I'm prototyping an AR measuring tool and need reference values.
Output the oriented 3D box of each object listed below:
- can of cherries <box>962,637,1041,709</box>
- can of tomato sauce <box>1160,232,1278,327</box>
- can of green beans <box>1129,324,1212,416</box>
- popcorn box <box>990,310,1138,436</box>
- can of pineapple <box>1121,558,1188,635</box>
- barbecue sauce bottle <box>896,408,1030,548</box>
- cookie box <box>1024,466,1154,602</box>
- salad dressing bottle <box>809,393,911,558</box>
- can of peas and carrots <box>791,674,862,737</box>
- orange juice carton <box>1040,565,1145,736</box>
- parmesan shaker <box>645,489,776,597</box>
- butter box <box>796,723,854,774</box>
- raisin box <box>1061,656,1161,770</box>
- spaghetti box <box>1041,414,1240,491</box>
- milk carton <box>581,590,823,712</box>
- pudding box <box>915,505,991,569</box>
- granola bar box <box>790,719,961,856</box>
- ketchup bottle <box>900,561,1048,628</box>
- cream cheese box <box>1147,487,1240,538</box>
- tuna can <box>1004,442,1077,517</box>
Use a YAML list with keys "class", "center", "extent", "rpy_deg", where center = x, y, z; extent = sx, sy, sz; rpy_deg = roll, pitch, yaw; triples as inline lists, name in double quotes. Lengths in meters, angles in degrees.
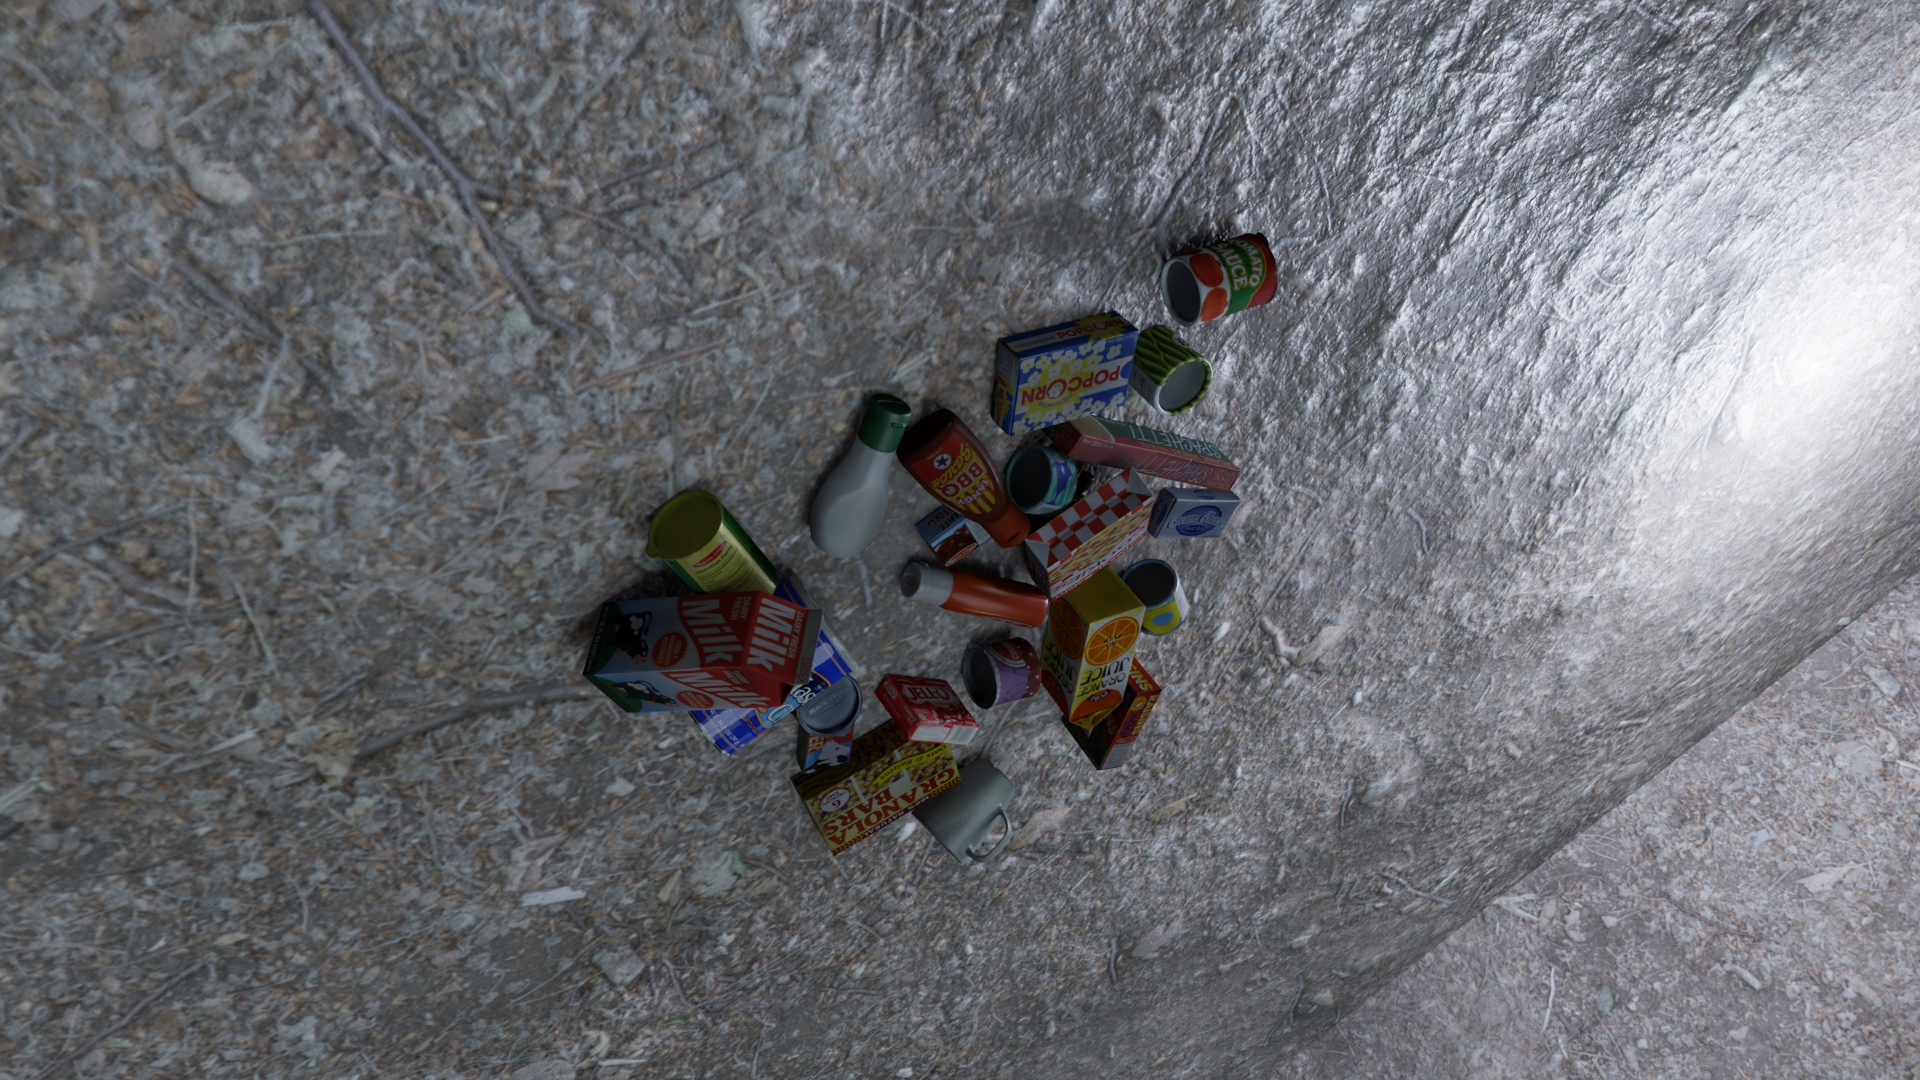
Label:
- class: "can of cherries"
  center: [0.044, 0.136, 1.458]
  extent: [0.058, 0.072, 0.071]
  rpy_deg: [-10, 133, -31]
- class: "can of tomato sauce"
  center: [0.232, -0.234, 1.243]
  extent: [0.083, 0.071, 0.070]
  rpy_deg: [-20, 138, -21]
- class: "can of green beans"
  center: [0.192, -0.158, 1.293]
  extent: [0.071, 0.058, 0.071]
  rpy_deg: [-21, 138, -20]
- class: "popcorn box"
  center: [0.092, -0.149, 1.240]
  extent: [0.127, 0.038, 0.084]
  rpy_deg: [-17, 135, -24]
- class: "can of pineapple"
  center: [0.209, 0.062, 1.515]
  extent: [0.071, 0.071, 0.057]
  rpy_deg: [-35, 141, -5]
- class: "barbecue sauce bottle"
  center: [0.009, -0.050, 1.239]
  extent: [0.065, 0.044, 0.148]
  rpy_deg: [-37, 127, 9]
- class: "cookie box"
  center: [0.125, -0.002, 1.356]
  extent: [0.123, 0.040, 0.167]
  rpy_deg: [-35, 167, -4]
- class: "salad dressing bottle"
  center: [-0.084, -0.055, 1.192]
  extent: [0.064, 0.044, 0.147]
  rpy_deg: [2, 125, -37]
- class: "can of peas and carrots"
  center: [-0.132, 0.147, 1.319]
  extent: [0.071, 0.059, 0.070]
  rpy_deg: [-8, 109, -24]
- class: "orange juice carton"
  center: [0.137, 0.127, 1.517]
  extent: [0.073, 0.072, 0.191]
  rpy_deg: [-16, 136, -25]
- class: "parmesan shaker"
  center: [-0.205, 0.015, 1.146]
  extent: [0.071, 0.071, 0.102]
  rpy_deg: [-36, 142, -4]
- class: "butter box"
  center: [-0.135, 0.189, 1.403]
  extent: [0.053, 0.024, 0.103]
  rpy_deg: [-13, 134, -27]
- class: "raisin box"
  center: [0.172, 0.190, 1.593]
  extent: [0.040, 0.086, 0.122]
  rpy_deg: [-3, 129, -34]
- class: "spaghetti box"
  center: [0.182, -0.088, 1.361]
  extent: [0.250, 0.050, 0.028]
  rpy_deg: [8, 124, -42]
- class: "milk carton"
  center: [-0.203, 0.091, 1.137]
  extent: [0.190, 0.073, 0.073]
  rpy_deg: [-5, 145, 20]
- class: "pudding box"
  center: [0.005, -0.016, 1.308]
  extent: [0.084, 0.030, 0.049]
  rpy_deg: [-36, 142, -3]
- class: "granola bar box"
  center: [-0.087, 0.258, 1.495]
  extent: [0.166, 0.039, 0.123]
  rpy_deg: [-29, 140, -11]
- class: "ketchup bottle"
  center: [0.012, 0.051, 1.357]
  extent: [0.149, 0.065, 0.043]
  rpy_deg: [14, 94, -35]
- class: "cream cheese box"
  center: [0.249, -0.029, 1.490]
  extent: [0.104, 0.024, 0.053]
  rpy_deg: [0, 127, -38]
- class: "tuna can"
  center: [0.074, -0.059, 1.294]
  extent: [0.033, 0.071, 0.070]
  rpy_deg: [9, 122, -41]
